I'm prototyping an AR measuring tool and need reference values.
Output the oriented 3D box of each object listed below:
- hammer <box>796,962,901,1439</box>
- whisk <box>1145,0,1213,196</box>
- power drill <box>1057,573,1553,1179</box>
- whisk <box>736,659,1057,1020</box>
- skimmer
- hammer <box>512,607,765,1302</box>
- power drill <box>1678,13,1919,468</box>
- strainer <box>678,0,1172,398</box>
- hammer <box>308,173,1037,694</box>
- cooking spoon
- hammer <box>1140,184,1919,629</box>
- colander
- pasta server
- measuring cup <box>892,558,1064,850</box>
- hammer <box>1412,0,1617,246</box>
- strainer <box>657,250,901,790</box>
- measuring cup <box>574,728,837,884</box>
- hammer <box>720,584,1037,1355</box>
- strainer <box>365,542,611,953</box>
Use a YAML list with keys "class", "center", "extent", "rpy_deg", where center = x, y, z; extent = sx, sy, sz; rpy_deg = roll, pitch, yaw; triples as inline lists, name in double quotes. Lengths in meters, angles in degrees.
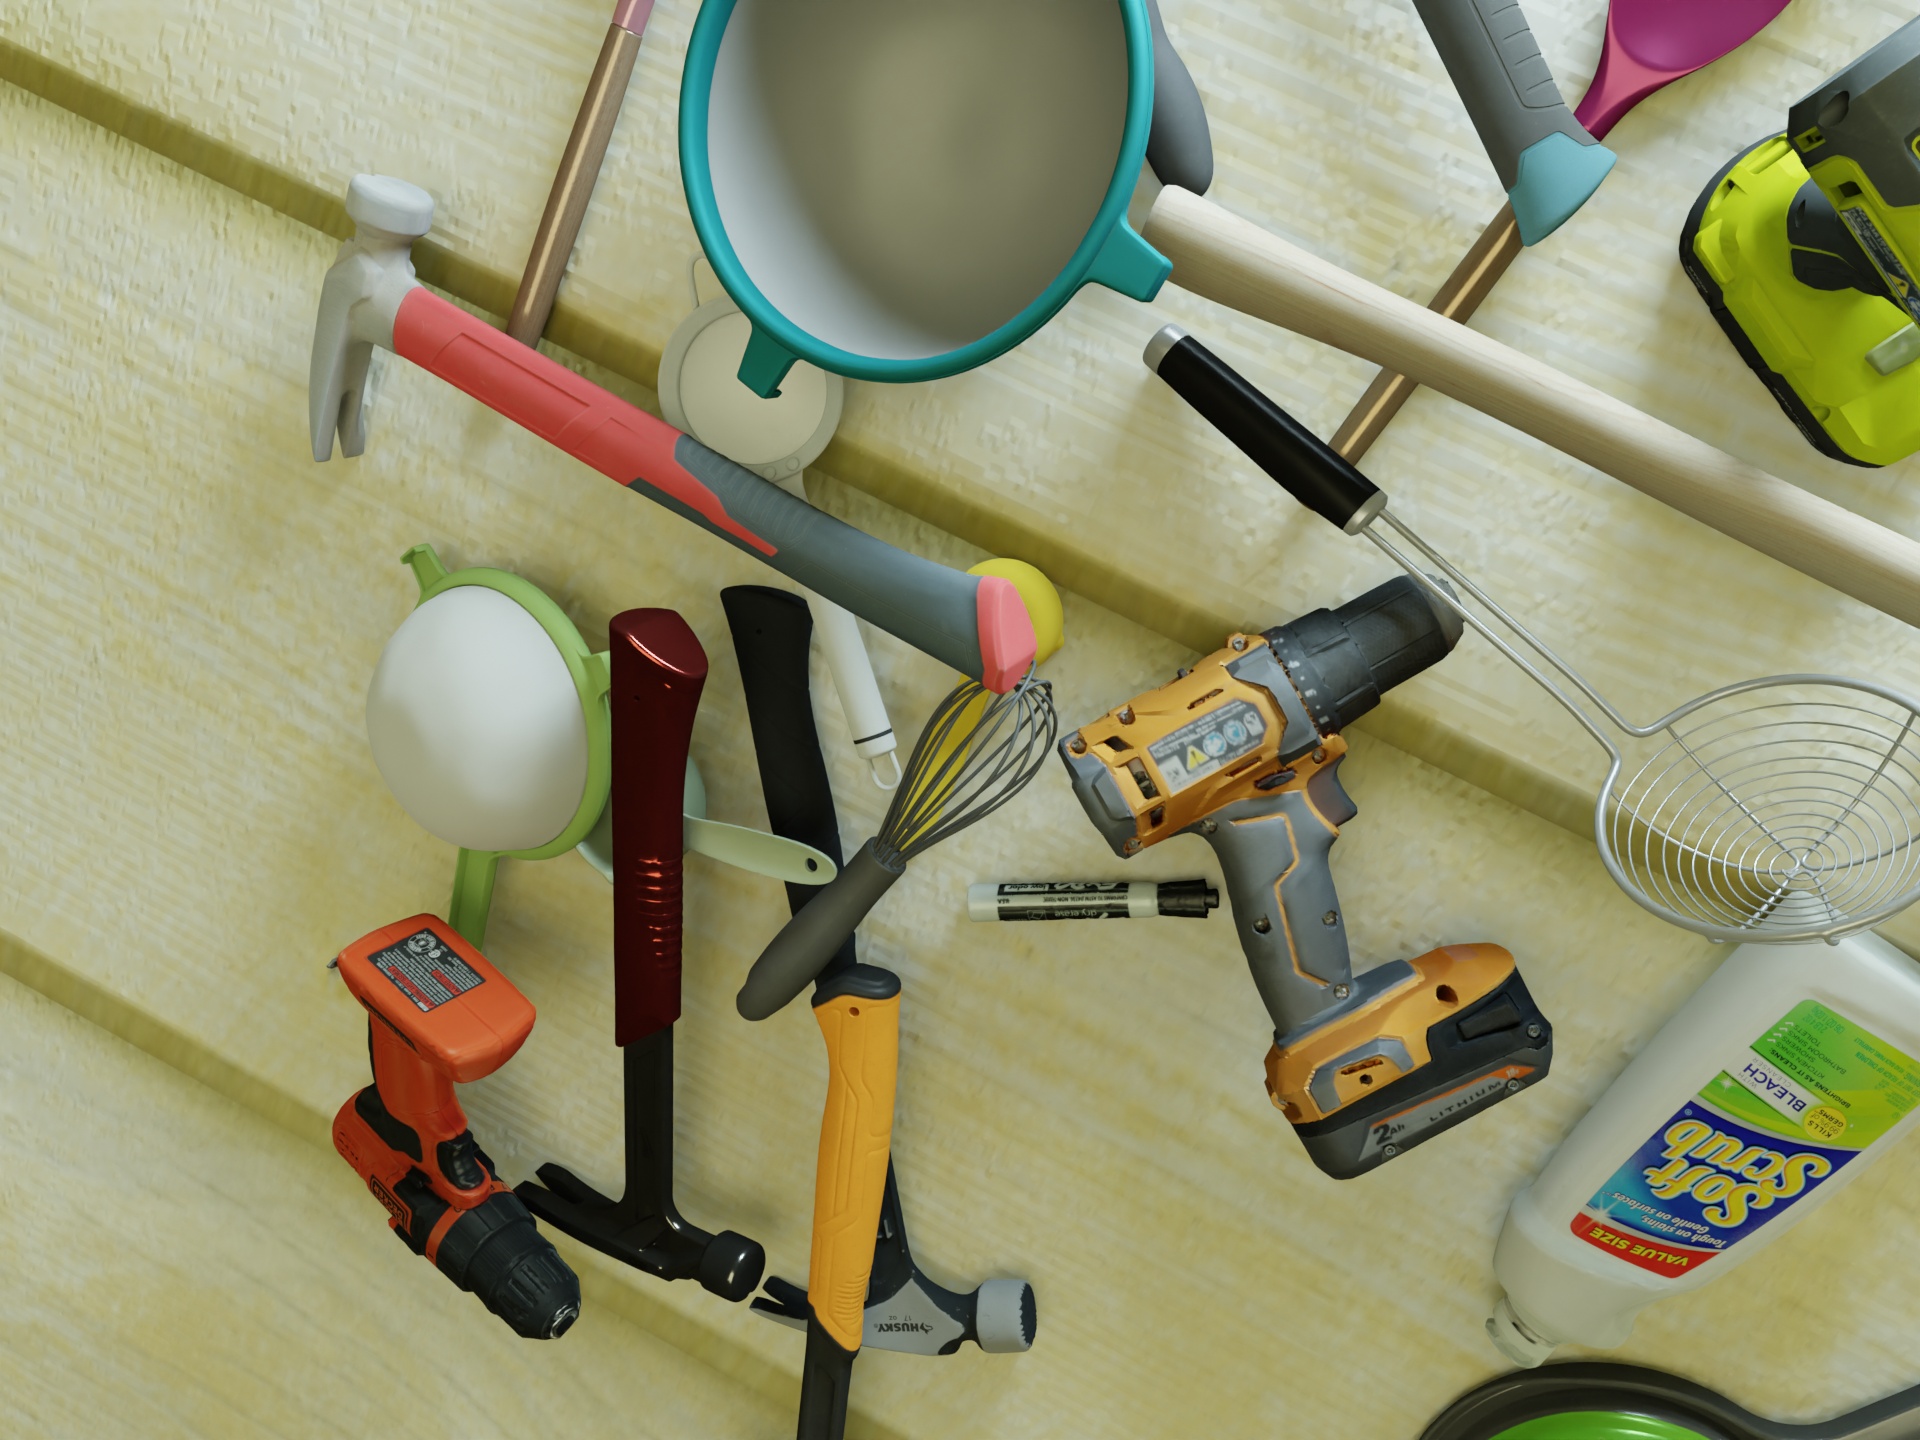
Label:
- class: "hammer"
  center: [-0.054, 0.283, 0.795]
  extent: [0.127, 0.034, 0.336]
  rpy_deg: [9, 104, 14]
- class: "whisk"
  center: [0.050, -0.352, 0.652]
  extent: [0.070, 0.070, 0.284]
  rpy_deg: [-18, 103, 17]
- class: "power drill"
  center: [0.174, 0.061, 0.701]
  extent: [0.185, 0.084, 0.226]
  rpy_deg: [-30, 91, 5]
- class: "whisk"
  center: [-0.035, 0.061, 0.738]
  extent: [0.055, 0.055, 0.239]
  rpy_deg: [42, 114, 2]
- class: "skimmer"
  center: [0.212, -0.056, 0.625]
  extent: [0.127, 0.090, 0.363]
  rpy_deg: [-43, 74, -10]
- class: "hammer"
  center: [-0.159, 0.117, 0.773]
  extent: [0.149, 0.037, 0.358]
  rpy_deg: [16, 116, 24]
- class: "power drill"
  center: [0.332, -0.143, 0.543]
  extent: [0.080, 0.223, 0.171]
  rpy_deg: [-35, 93, 18]
- class: "strainer"
  center: [-0.016, -0.308, 0.660]
  extent: [0.211, 0.095, 0.340]
  rpy_deg: [-8, 92, 28]
- class: "hammer"
  center: [-0.141, -0.104, 0.722]
  extent: [0.386, 0.038, 0.143]
  rpy_deg: [30, 118, 15]
- class: "cooking spoon"
  center: [0.239, -0.219, 0.656]
  extent: [0.069, 0.017, 0.319]
  rpy_deg: [37, 108, 7]
- class: "hammer"
  center: [0.257, -0.109, 0.610]
  extent: [0.410, 0.146, 0.038]
  rpy_deg: [28, 93, 7]
- class: "colander"
  center: [0.373, 0.373, 0.718]
  extent: [0.397, 0.094, 0.204]
  rpy_deg: [-34, 93, 18]
- class: "pasta server"
  center: [-0.168, -0.292, 0.727]
  extent: [0.060, 0.040, 0.316]
  rpy_deg: [41, 114, 38]
- class: "measuring cup"
  center: [-0.001, -0.002, 0.756]
  extent: [0.062, 0.029, 0.156]
  rpy_deg: [26, 105, 7]
- class: "hammer"
  center: [0.170, -0.345, 0.626]
  extent: [0.128, 0.033, 0.331]
  rpy_deg: [-26, 91, 18]
- class: "strainer"
  center: [-0.074, -0.089, 0.739]
  extent: [0.087, 0.050, 0.258]
  rpy_deg: [-17, 95, 12]
- class: "measuring cup"
  center: [-0.122, 0.048, 0.773]
  extent: [0.168, 0.038, 0.083]
  rpy_deg: [13, 111, 26]
- class: "hammer"
  center: [-0.067, 0.132, 0.801]
  extent: [0.149, 0.036, 0.409]
  rpy_deg: [-7, 100, 16]
- class: "strainer"
  center: [-0.257, 0.051, 0.793]
  extent: [0.152, 0.069, 0.256]
  rpy_deg: [28, 116, 25]
